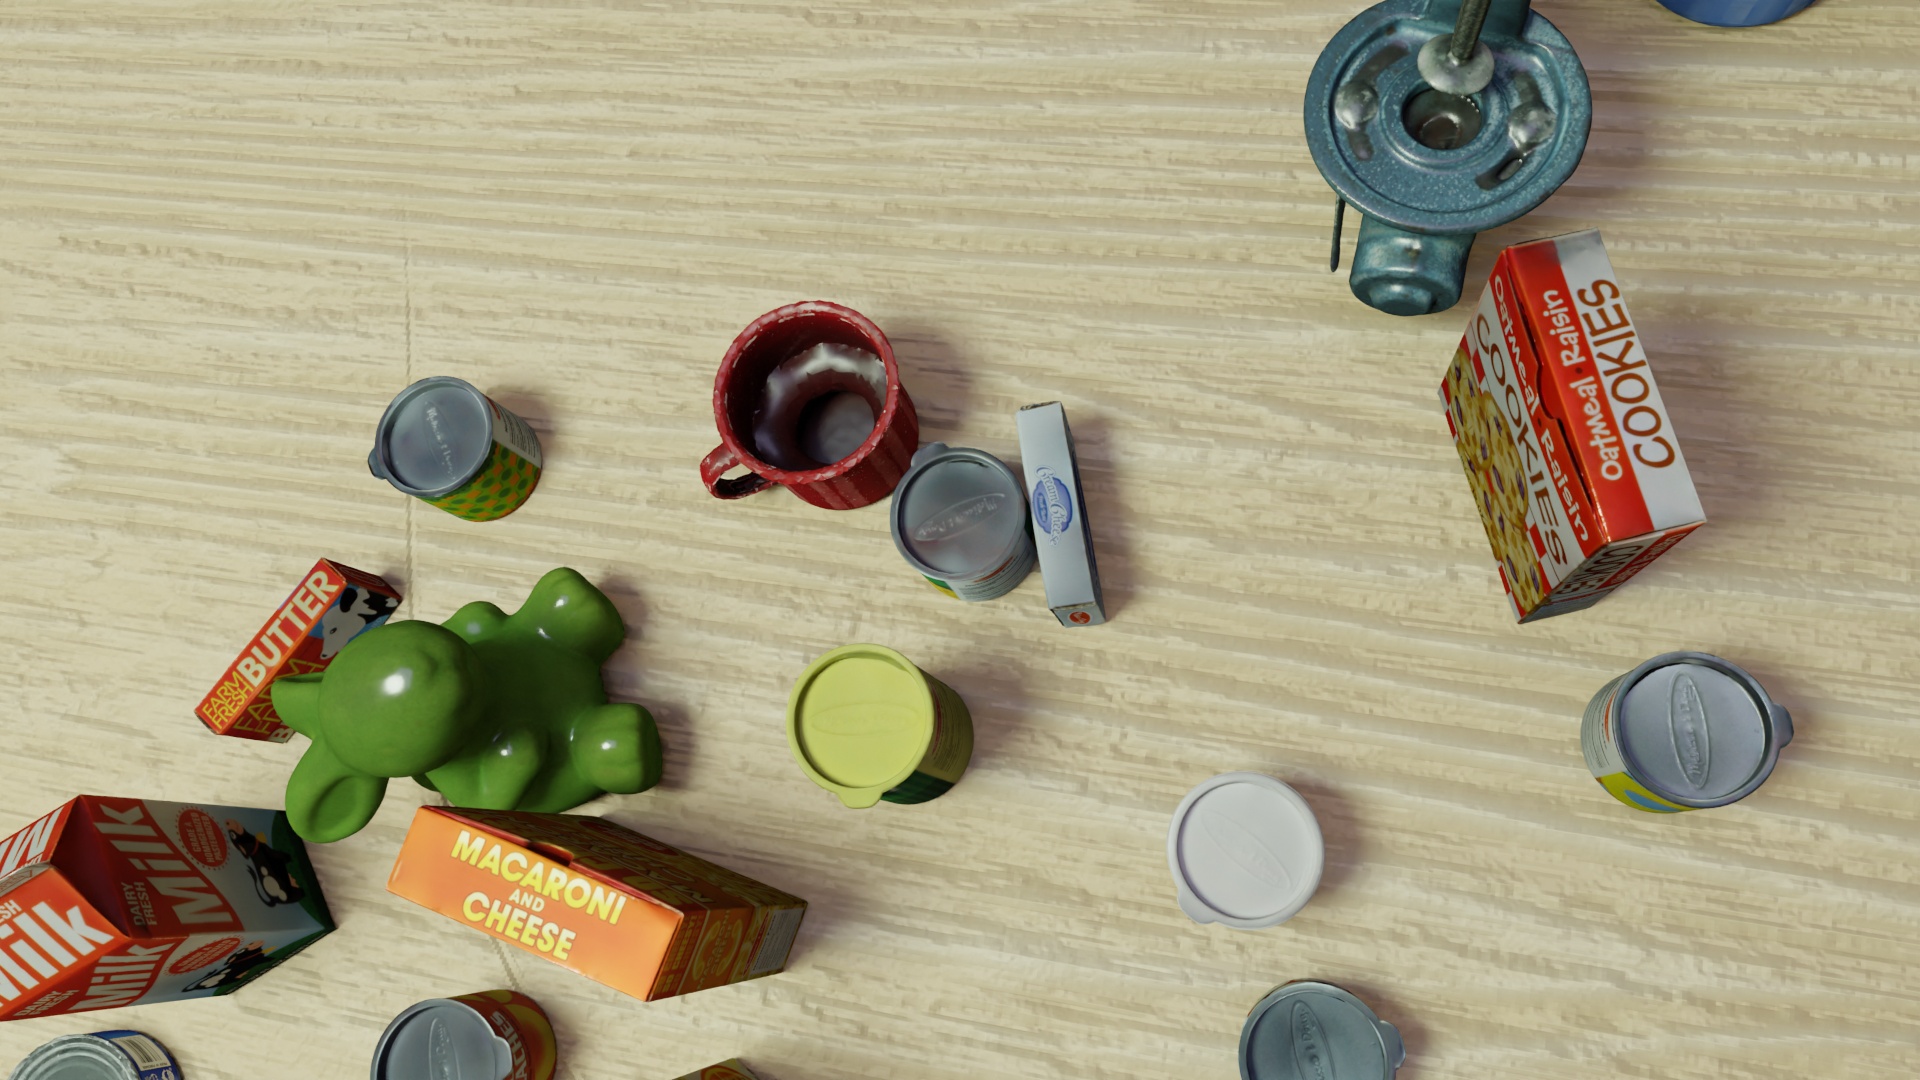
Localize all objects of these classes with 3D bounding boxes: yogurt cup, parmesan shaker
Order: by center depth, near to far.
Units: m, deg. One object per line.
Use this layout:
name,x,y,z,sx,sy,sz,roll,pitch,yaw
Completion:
yogurt cup,0.128,0.140,0.629,0.072,0.054,0.072,-2,76,10
parmesan shaker,-0.035,0.091,0.646,0.071,0.103,0.071,-2,76,10

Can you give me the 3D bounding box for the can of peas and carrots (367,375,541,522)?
can of peas and carrots,-0.270,-0.046,0.747,0.071,0.058,0.071,-2,76,10

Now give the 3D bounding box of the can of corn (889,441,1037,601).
can of corn,0.002,-0.009,0.688,0.071,0.058,0.071,-2,76,10

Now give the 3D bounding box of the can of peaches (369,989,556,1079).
can of peaches,-0.234,0.251,0.665,0.071,0.058,0.071,-2,76,10

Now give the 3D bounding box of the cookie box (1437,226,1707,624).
cookie box,0.252,-0.040,0.593,0.040,0.167,0.123,-15,74,7

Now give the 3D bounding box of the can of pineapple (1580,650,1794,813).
can of pineapple,0.314,0.086,0.607,0.071,0.057,0.071,-2,76,10

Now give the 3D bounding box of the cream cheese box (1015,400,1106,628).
cream cheese box,0.049,-0.011,0.682,0.024,0.053,0.104,-11,74,8

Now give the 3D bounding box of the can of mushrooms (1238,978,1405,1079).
can of mushrooms,0.158,0.228,0.612,0.071,0.033,0.071,-2,76,10

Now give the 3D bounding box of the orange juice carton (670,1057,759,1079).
orange juice carton,-0.119,0.275,0.568,0.073,0.192,0.072,35,85,16

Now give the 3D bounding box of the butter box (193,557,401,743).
butter box,-0.350,0.060,0.737,0.024,0.053,0.103,37,85,16

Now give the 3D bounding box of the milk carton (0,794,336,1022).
milk carton,-0.387,0.169,0.644,0.072,0.190,0.073,-31,73,2

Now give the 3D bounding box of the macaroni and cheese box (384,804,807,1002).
macaroni and cheese box,-0.152,0.157,0.617,0.124,0.166,0.040,18,80,14
